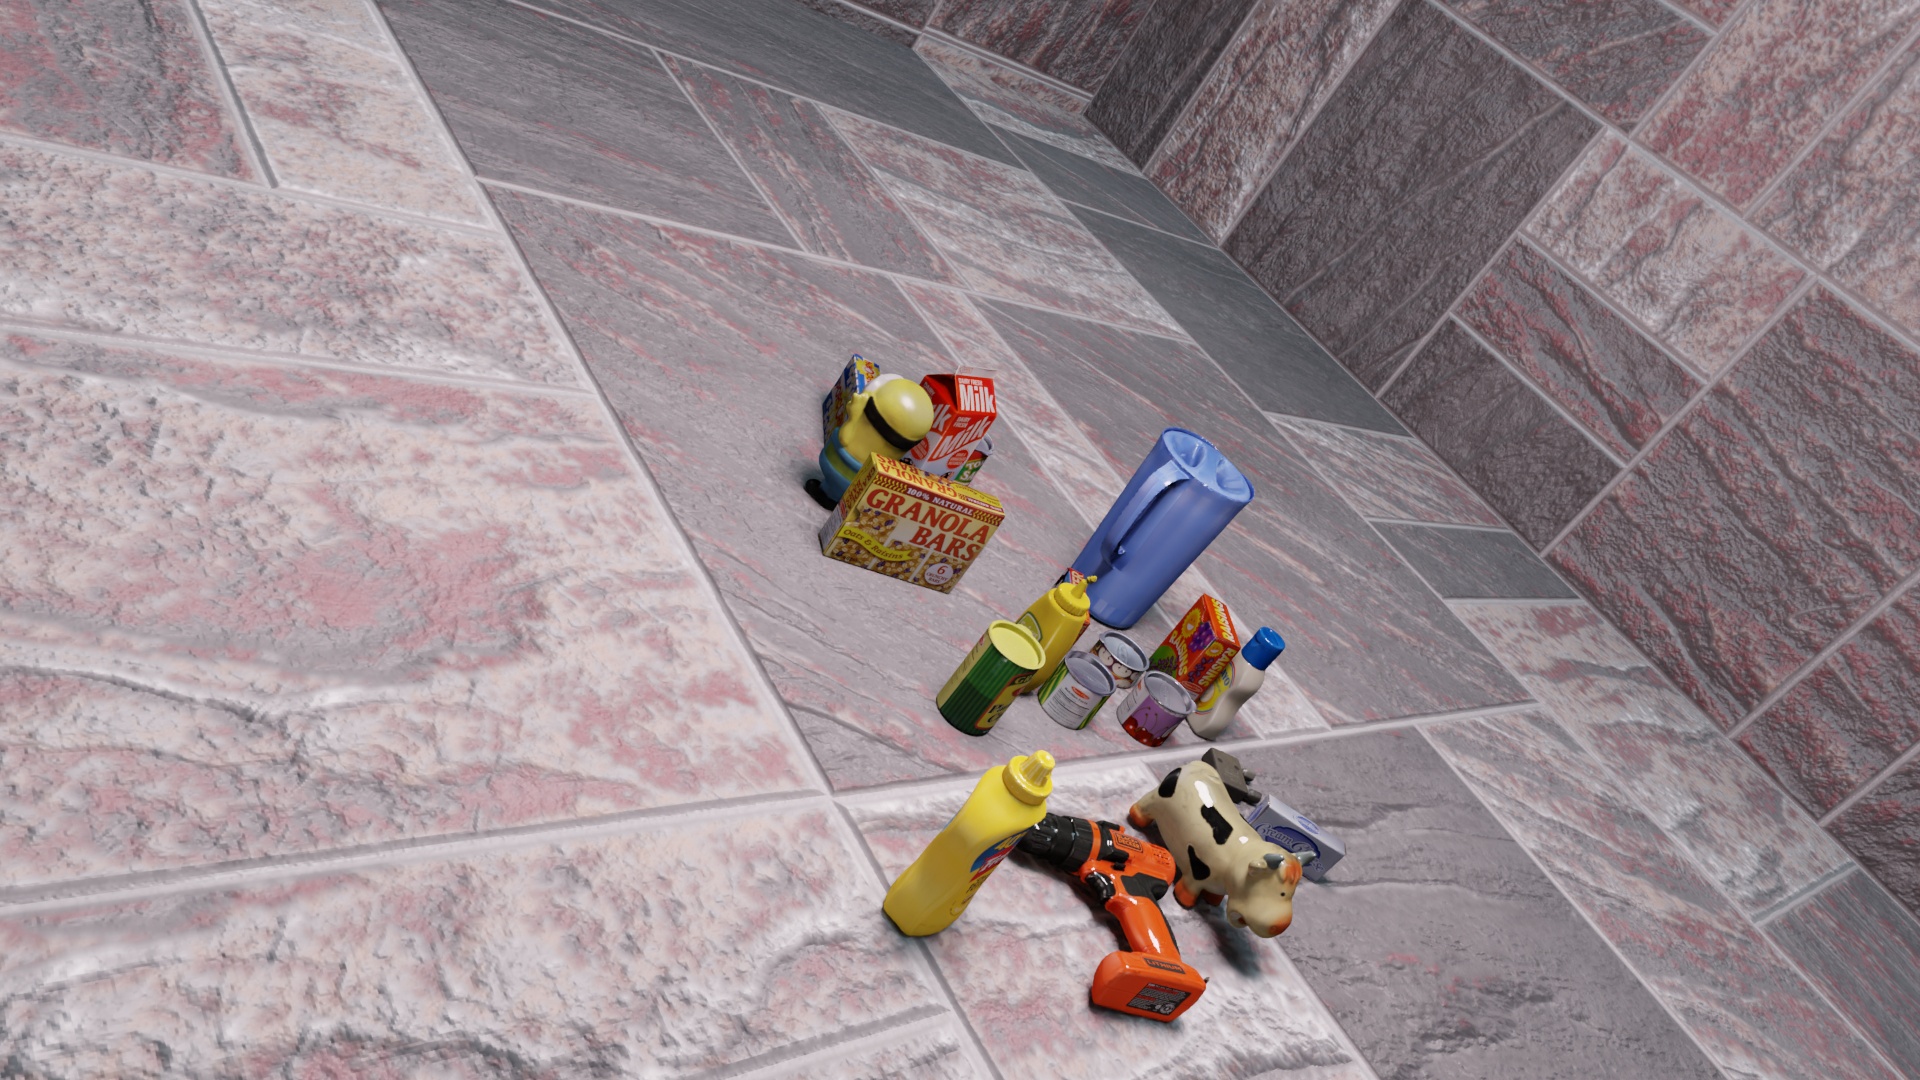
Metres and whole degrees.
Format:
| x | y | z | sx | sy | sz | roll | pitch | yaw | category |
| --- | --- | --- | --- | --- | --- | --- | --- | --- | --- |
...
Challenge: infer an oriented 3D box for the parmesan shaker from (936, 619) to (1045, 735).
| x | y | z | sx | sy | sz | roll | pitch | yaw | category |
| --- | --- | --- | --- | --- | --- | --- | --- | --- | --- |
| 0.031 | 0.138 | 1.395 | 0.071 | 0.102 | 0.072 | 27 | 29 | -16 | parmesan shaker |

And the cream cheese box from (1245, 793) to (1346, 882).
| x | y | z | sx | sy | sz | roll | pitch | yaw | category |
| --- | --- | --- | --- | --- | --- | --- | --- | --- | --- |
| 0.363 | 0.327 | 1.519 | 0.104 | 0.053 | 0.024 | 33 | 27 | -4 | cream cheese box |

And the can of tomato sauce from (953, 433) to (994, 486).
| x | y | z | sx | sy | sz | roll | pitch | yaw | category |
| --- | --- | --- | --- | --- | --- | --- | --- | --- | --- |
| -0.005 | -0.101 | 1.749 | 0.071 | 0.082 | 0.071 | 27 | 29 | -16 | can of tomato sauce |

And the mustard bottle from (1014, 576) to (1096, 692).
| x | y | z | sx | sy | sz | roll | pitch | yaw | category |
| --- | --- | --- | --- | --- | --- | --- | --- | --- | --- |
| 0.094 | 0.091 | 1.475 | 0.049 | 0.159 | 0.065 | 11 | 36 | -39 | mustard bottle |

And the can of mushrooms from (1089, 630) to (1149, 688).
| x | y | z | sx | sy | sz | roll | pitch | yaw | category |
| --- | --- | --- | --- | --- | --- | --- | --- | --- | --- |
| 0.184 | 0.139 | 1.637 | 0.071 | 0.033 | 0.071 | 27 | 29 | -16 | can of mushrooms |

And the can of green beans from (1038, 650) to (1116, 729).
| x | y | z | sx | sy | sz | roll | pitch | yaw | category |
| --- | --- | --- | --- | --- | --- | --- | --- | --- | --- |
| 0.126 | 0.163 | 1.510 | 0.071 | 0.057 | 0.071 | 27 | 29 | -16 | can of green beans |

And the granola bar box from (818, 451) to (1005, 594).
| x | y | z | sx | sy | sz | roll | pitch | yaw | category |
| --- | --- | --- | --- | --- | --- | --- | --- | --- | --- |
| -0.053 | -0.016 | 1.520 | 0.165 | 0.123 | 0.039 | 19 | 32 | -29 | granola bar box |

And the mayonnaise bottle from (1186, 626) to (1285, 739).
| x | y | z | sx | sy | sz | roll | pitch | yaw | category |
| --- | --- | --- | --- | --- | --- | --- | --- | --- | --- |
| 0.320 | 0.163 | 1.625 | 0.041 | 0.147 | 0.065 | 21 | 31 | -25 | mayonnaise bottle |

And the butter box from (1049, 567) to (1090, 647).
| x | y | z | sx | sy | sz | roll | pitch | yaw | category |
| --- | --- | --- | --- | --- | --- | --- | --- | --- | --- |
| 0.126 | 0.082 | 1.640 | 0.024 | 0.053 | 0.104 | 27 | 29 | -17 | butter box |

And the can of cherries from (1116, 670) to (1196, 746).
| x | y | z | sx | sy | sz | roll | pitch | yaw | category |
| --- | --- | --- | --- | --- | --- | --- | --- | --- | --- |
| 0.221 | 0.192 | 1.568 | 0.071 | 0.058 | 0.072 | 27 | 29 | -16 | can of cherries |

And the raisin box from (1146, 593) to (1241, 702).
| x | y | z | sx | sy | sz | roll | pitch | yaw | category |
| --- | --- | --- | --- | --- | --- | --- | --- | --- | --- |
| 0.273 | 0.136 | 1.642 | 0.040 | 0.123 | 0.086 | 26 | 29 | -18 | raisin box |

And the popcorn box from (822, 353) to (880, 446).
| x | y | z | sx | sy | sz | roll | pitch | yaw | category |
| --- | --- | --- | --- | --- | --- | --- | --- | --- | --- |
| -0.132 | -0.160 | 1.700 | 0.038 | 0.085 | 0.127 | 23 | 30 | -22 | popcorn box |

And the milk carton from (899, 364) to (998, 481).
| x | y | z | sx | sy | sz | roll | pitch | yaw | category |
| --- | --- | --- | --- | --- | --- | --- | --- | --- | --- |
| -0.025 | -0.133 | 1.662 | 0.072 | 0.189 | 0.073 | -1 | 44 | -49 | milk carton |
